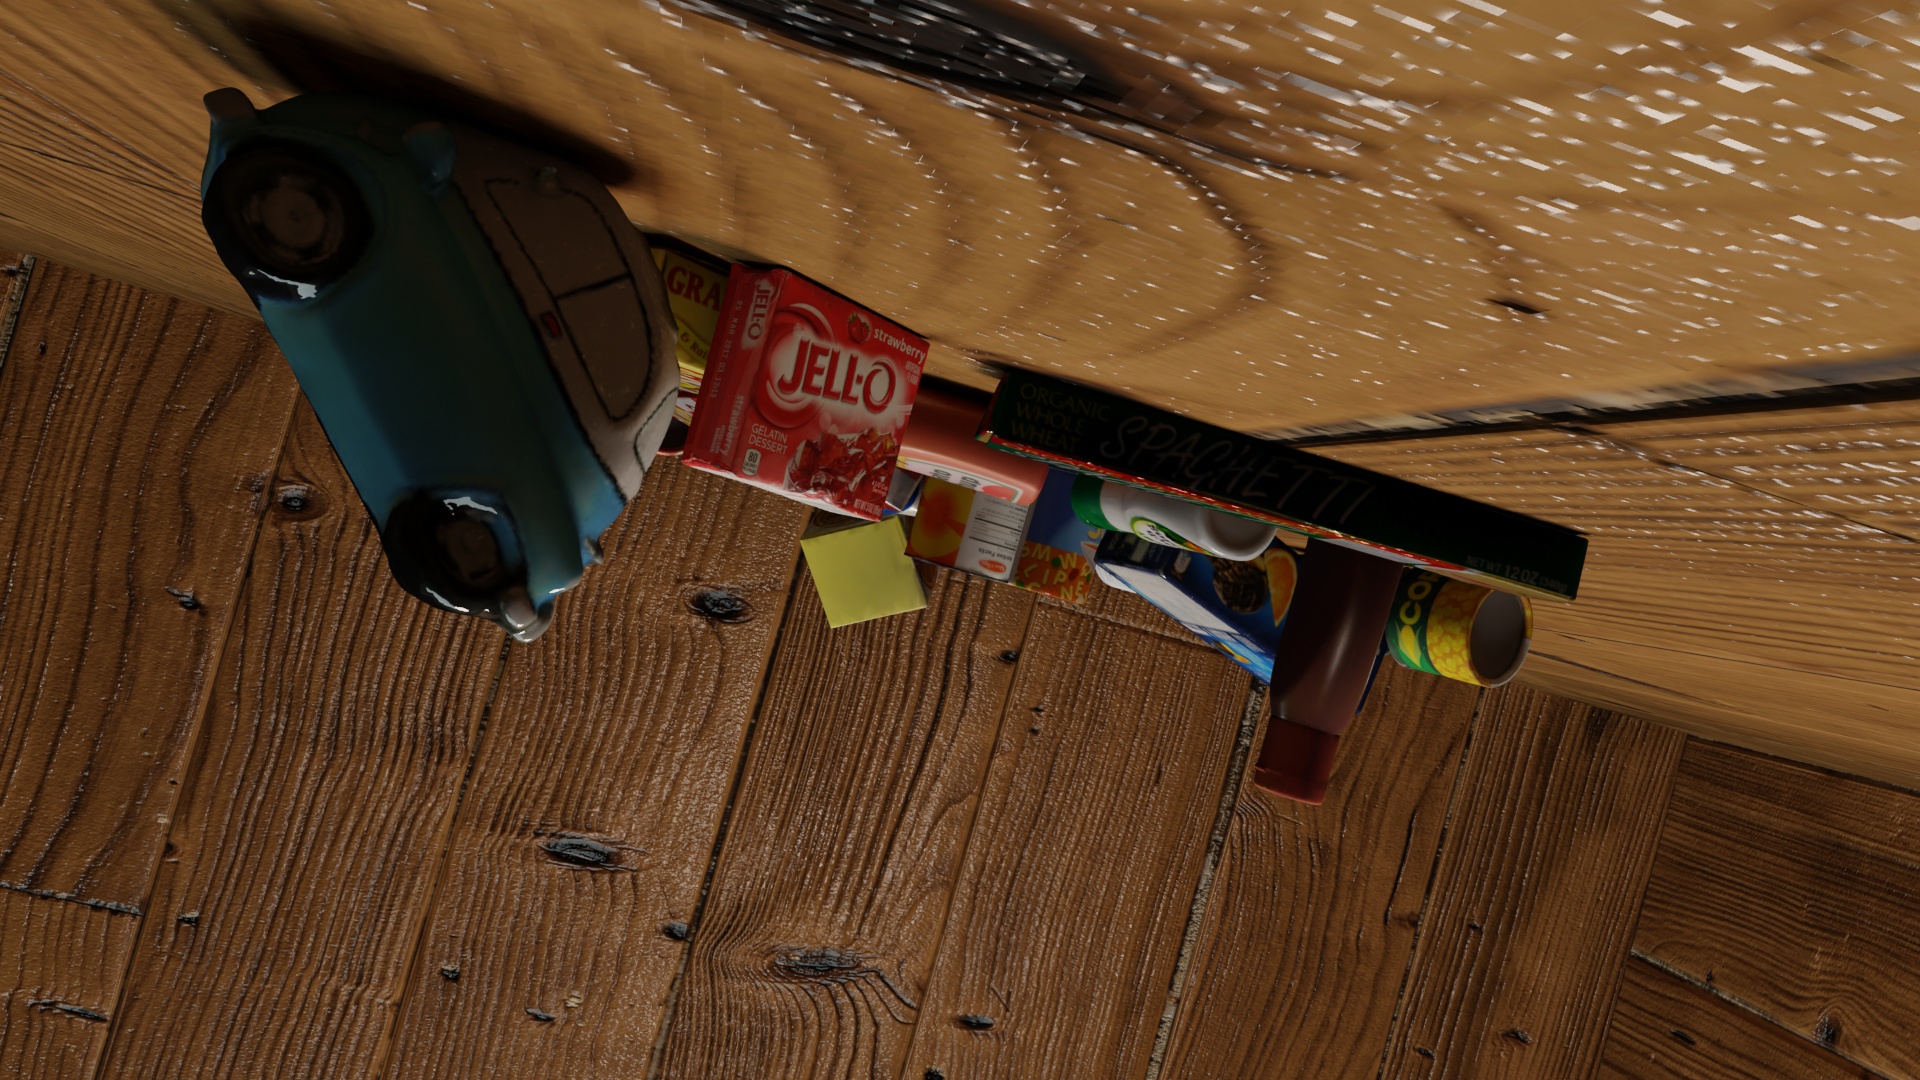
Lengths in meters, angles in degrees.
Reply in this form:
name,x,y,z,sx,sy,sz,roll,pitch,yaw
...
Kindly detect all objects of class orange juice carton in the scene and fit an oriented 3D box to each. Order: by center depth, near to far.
name,x,y,z,sx,sy,sz,roll,pitch,yaw
orange juice carton,-0.054,-0.012,1.030,0.073,0.071,0.193,-13,-161,12

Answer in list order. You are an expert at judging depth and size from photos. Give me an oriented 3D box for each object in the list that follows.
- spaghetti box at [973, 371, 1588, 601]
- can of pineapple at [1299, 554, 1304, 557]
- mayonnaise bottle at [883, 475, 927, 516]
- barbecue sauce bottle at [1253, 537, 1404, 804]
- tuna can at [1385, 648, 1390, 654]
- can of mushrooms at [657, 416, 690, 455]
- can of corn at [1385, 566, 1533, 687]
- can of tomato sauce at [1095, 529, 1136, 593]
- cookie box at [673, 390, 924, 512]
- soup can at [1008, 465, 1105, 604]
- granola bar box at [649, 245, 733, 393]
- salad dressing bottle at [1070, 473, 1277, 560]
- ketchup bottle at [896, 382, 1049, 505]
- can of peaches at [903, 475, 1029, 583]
name,x,y,z,sx,sy,sz,roll,pitch,yaw
spaghetti box,0.130,-0.021,0.575,0.250,0.028,0.050,16,179,-3
can of pineapple,0.271,0.045,1.033,0.071,0.071,0.058,16,178,-26
mayonnaise bottle,-0.022,-0.037,0.911,0.065,0.041,0.148,19,-168,29
barbecue sauce bottle,0.189,0.060,0.720,0.044,0.148,0.065,17,178,-11
tuna can,0.263,0.043,0.913,0.071,0.071,0.033,16,177,-23
can of mushrooms,-0.190,-0.085,0.872,0.071,0.071,0.033,17,176,-34
can of corn,0.299,0.049,0.834,0.071,0.071,0.058,17,178,-35
can of tomato sauce,0.146,0.008,0.971,0.071,0.071,0.083,17,179,-44
cookie box,-0.102,-0.067,0.777,0.123,0.040,0.167,29,174,-24
soup can,0.067,-0.004,0.940,0.071,0.083,0.071,15,178,1
granola bar box,-0.129,-0.089,0.565,0.165,0.039,0.124,15,179,38
salad dressing bottle,0.102,-0.019,0.697,0.064,0.044,0.147,18,179,-20
ketchup bottle,-0.031,-0.058,0.668,0.149,0.043,0.064,16,179,-5
can of peaches,0.003,-0.011,0.845,0.071,0.058,0.071,16,180,0
